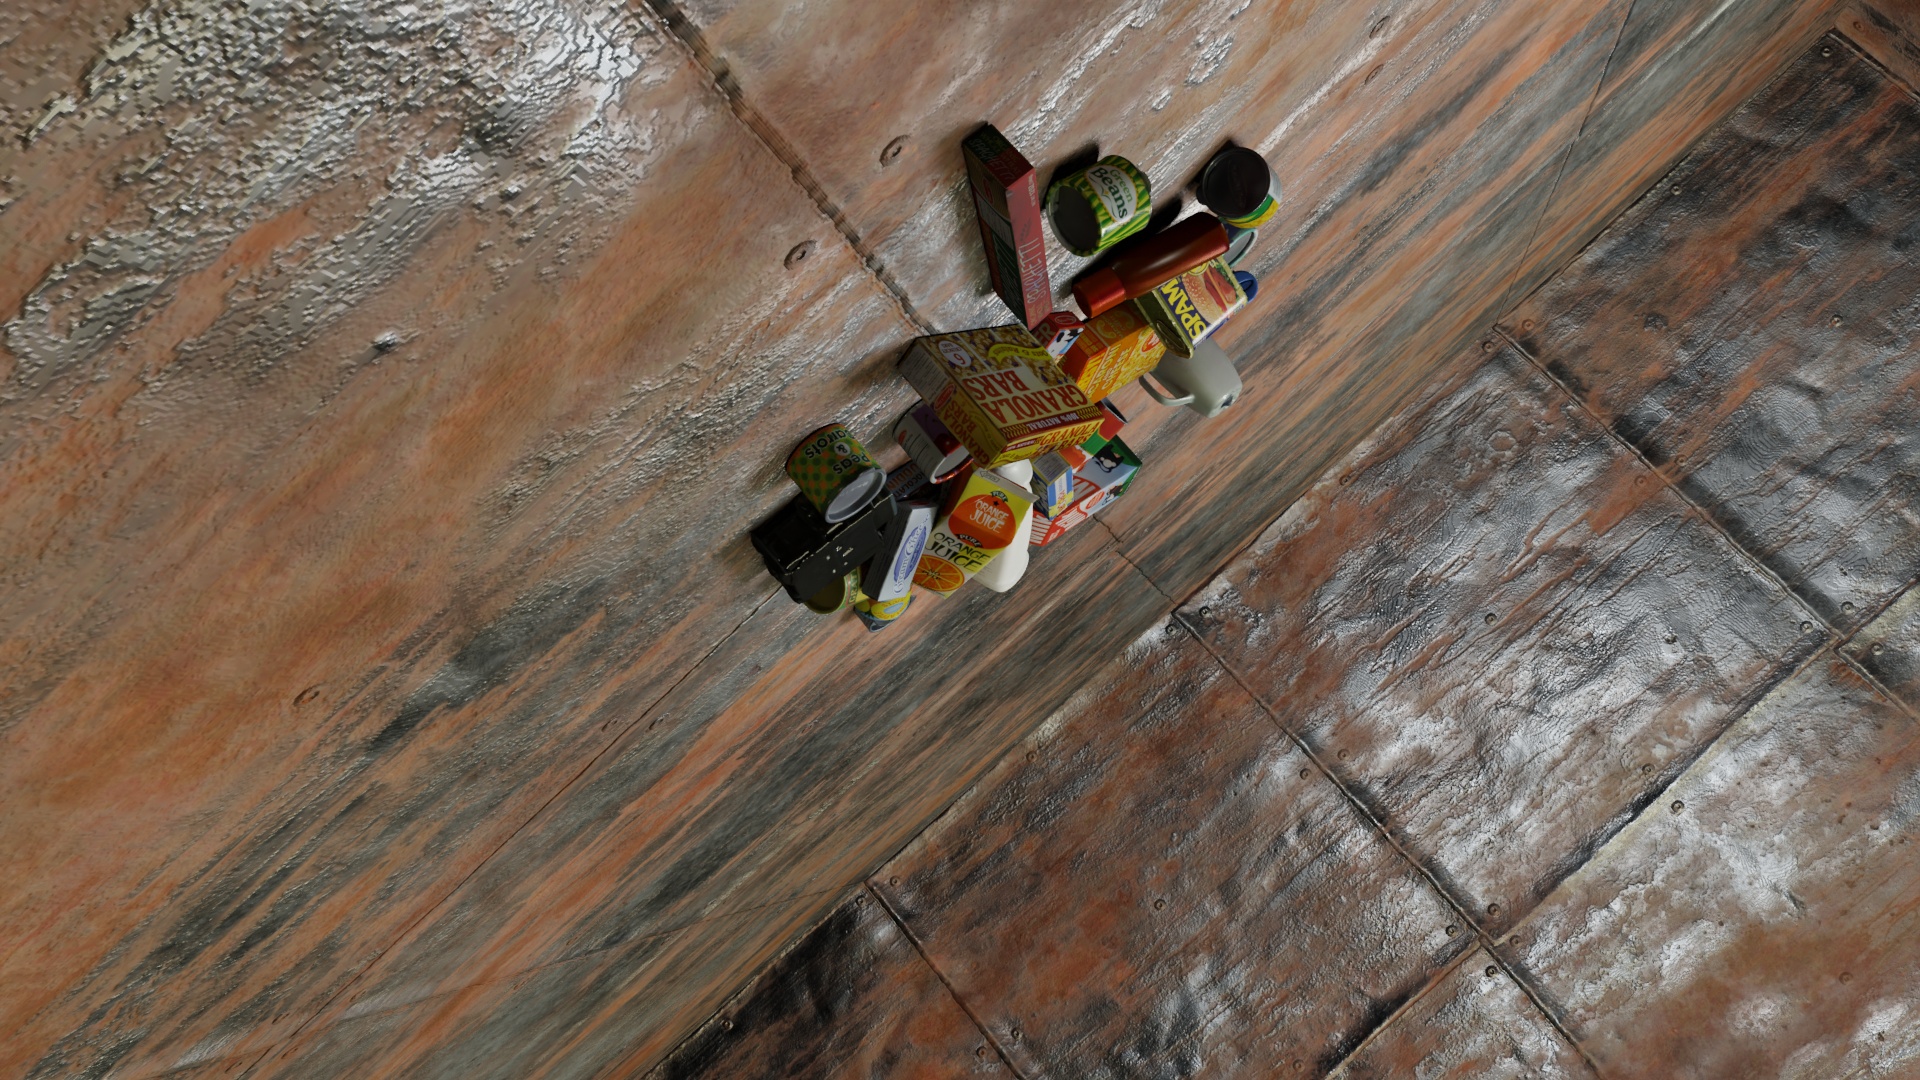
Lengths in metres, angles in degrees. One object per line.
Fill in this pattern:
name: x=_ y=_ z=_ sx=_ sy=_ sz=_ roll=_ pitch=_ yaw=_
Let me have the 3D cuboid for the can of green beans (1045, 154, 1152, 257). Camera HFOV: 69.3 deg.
can of green beans: x=0.111 y=-0.270 z=1.121 sx=0.058 sy=0.071 sz=0.071 roll=-32 pitch=162 yaw=-27

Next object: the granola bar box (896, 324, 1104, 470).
granola bar box: x=0.039 y=-0.130 z=1.222 sx=0.166 sy=0.124 sz=0.039 roll=-19 pitch=154 yaw=-53

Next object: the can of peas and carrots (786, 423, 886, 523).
can of peas and carrots: x=-0.107 y=-0.059 z=1.194 sx=0.071 sy=0.059 sz=0.070 roll=-37 pitch=163 yaw=-13

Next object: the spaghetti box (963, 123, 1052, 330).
spaghetti box: x=0.040 y=-0.235 z=1.079 sx=0.029 sy=0.050 sz=0.249 roll=-39 pitch=164 yaw=-4

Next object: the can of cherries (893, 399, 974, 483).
can of cherries: x=-0.018 y=-0.097 z=1.300 sx=0.071 sy=0.058 sz=0.071 roll=-37 pitch=163 yaw=-13

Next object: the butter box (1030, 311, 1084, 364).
butter box: x=0.074 y=-0.178 z=1.358 sx=0.103 sy=0.024 sz=0.053 roll=-50 pitch=162 yaw=31

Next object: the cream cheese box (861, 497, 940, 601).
cream cheese box: x=-0.060 y=0.009 z=1.376 sx=0.053 sy=0.024 sz=0.103 roll=-8 pitch=123 yaw=-59

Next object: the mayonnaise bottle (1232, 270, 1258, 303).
mayonnaise bottle: x=0.287 y=-0.264 z=1.506 sx=0.065 sy=0.041 sz=0.148 roll=-31 pitch=-176 yaw=0

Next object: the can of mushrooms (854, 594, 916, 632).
can of mushrooms: x=-0.089 y=0.074 z=1.639 sx=0.071 sy=0.033 sz=0.070 roll=-37 pitch=163 yaw=-13

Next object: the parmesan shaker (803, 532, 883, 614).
parmesan shaker: x=-0.111 y=0.029 z=1.412 sx=0.103 sy=0.071 sz=0.071 roll=-19 pitch=153 yaw=-54

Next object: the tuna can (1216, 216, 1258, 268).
tuna can: x=0.276 y=-0.310 z=1.455 sx=0.071 sy=0.033 sz=0.071 roll=-38 pitch=164 yaw=-13

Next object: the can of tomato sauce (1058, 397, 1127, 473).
can of tomato sauce: x=0.134 y=-0.127 z=1.559 sx=0.083 sy=0.071 sz=0.071 roll=-44 pitch=164 yaw=14

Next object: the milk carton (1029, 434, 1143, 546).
milk carton: x=0.126 y=-0.060 z=1.704 sx=0.191 sy=0.073 sz=0.072 roll=-32 pitch=162 yaw=-28

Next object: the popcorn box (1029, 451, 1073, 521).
popcorn box: x=0.083 y=-0.080 z=1.529 sx=0.038 sy=0.085 sz=0.126 roll=-41 pitch=164 yaw=-7

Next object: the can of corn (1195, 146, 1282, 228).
can of corn: x=0.264 y=-0.332 z=1.313 sx=0.071 sy=0.071 sz=0.058 roll=-46 pitch=163 yaw=18

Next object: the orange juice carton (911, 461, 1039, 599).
orange juice carton: x=0.005 y=-0.018 z=1.426 sx=0.191 sy=0.072 sz=0.073 roll=-42 pitch=-154 yaw=52

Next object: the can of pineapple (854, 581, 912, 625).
can of pineapple: x=-0.084 y=0.049 z=1.515 sx=0.071 sy=0.071 sz=0.057 roll=-34 pitch=162 yaw=-21

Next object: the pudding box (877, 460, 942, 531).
pudding box: x=-0.057 y=-0.049 z=1.389 sx=0.084 sy=0.030 sz=0.049 roll=-33 pitch=163 yaw=-24

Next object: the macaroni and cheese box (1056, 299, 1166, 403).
macaroni and cheese box: x=0.161 y=-0.200 z=1.471 sx=0.167 sy=0.040 sz=0.123 roll=-32 pitch=162 yaw=-31

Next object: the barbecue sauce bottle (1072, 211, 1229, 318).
barbecue sauce bottle: x=0.178 y=-0.260 z=1.317 sx=0.149 sy=0.043 sz=0.065 roll=-29 pitch=-154 yaw=-8
